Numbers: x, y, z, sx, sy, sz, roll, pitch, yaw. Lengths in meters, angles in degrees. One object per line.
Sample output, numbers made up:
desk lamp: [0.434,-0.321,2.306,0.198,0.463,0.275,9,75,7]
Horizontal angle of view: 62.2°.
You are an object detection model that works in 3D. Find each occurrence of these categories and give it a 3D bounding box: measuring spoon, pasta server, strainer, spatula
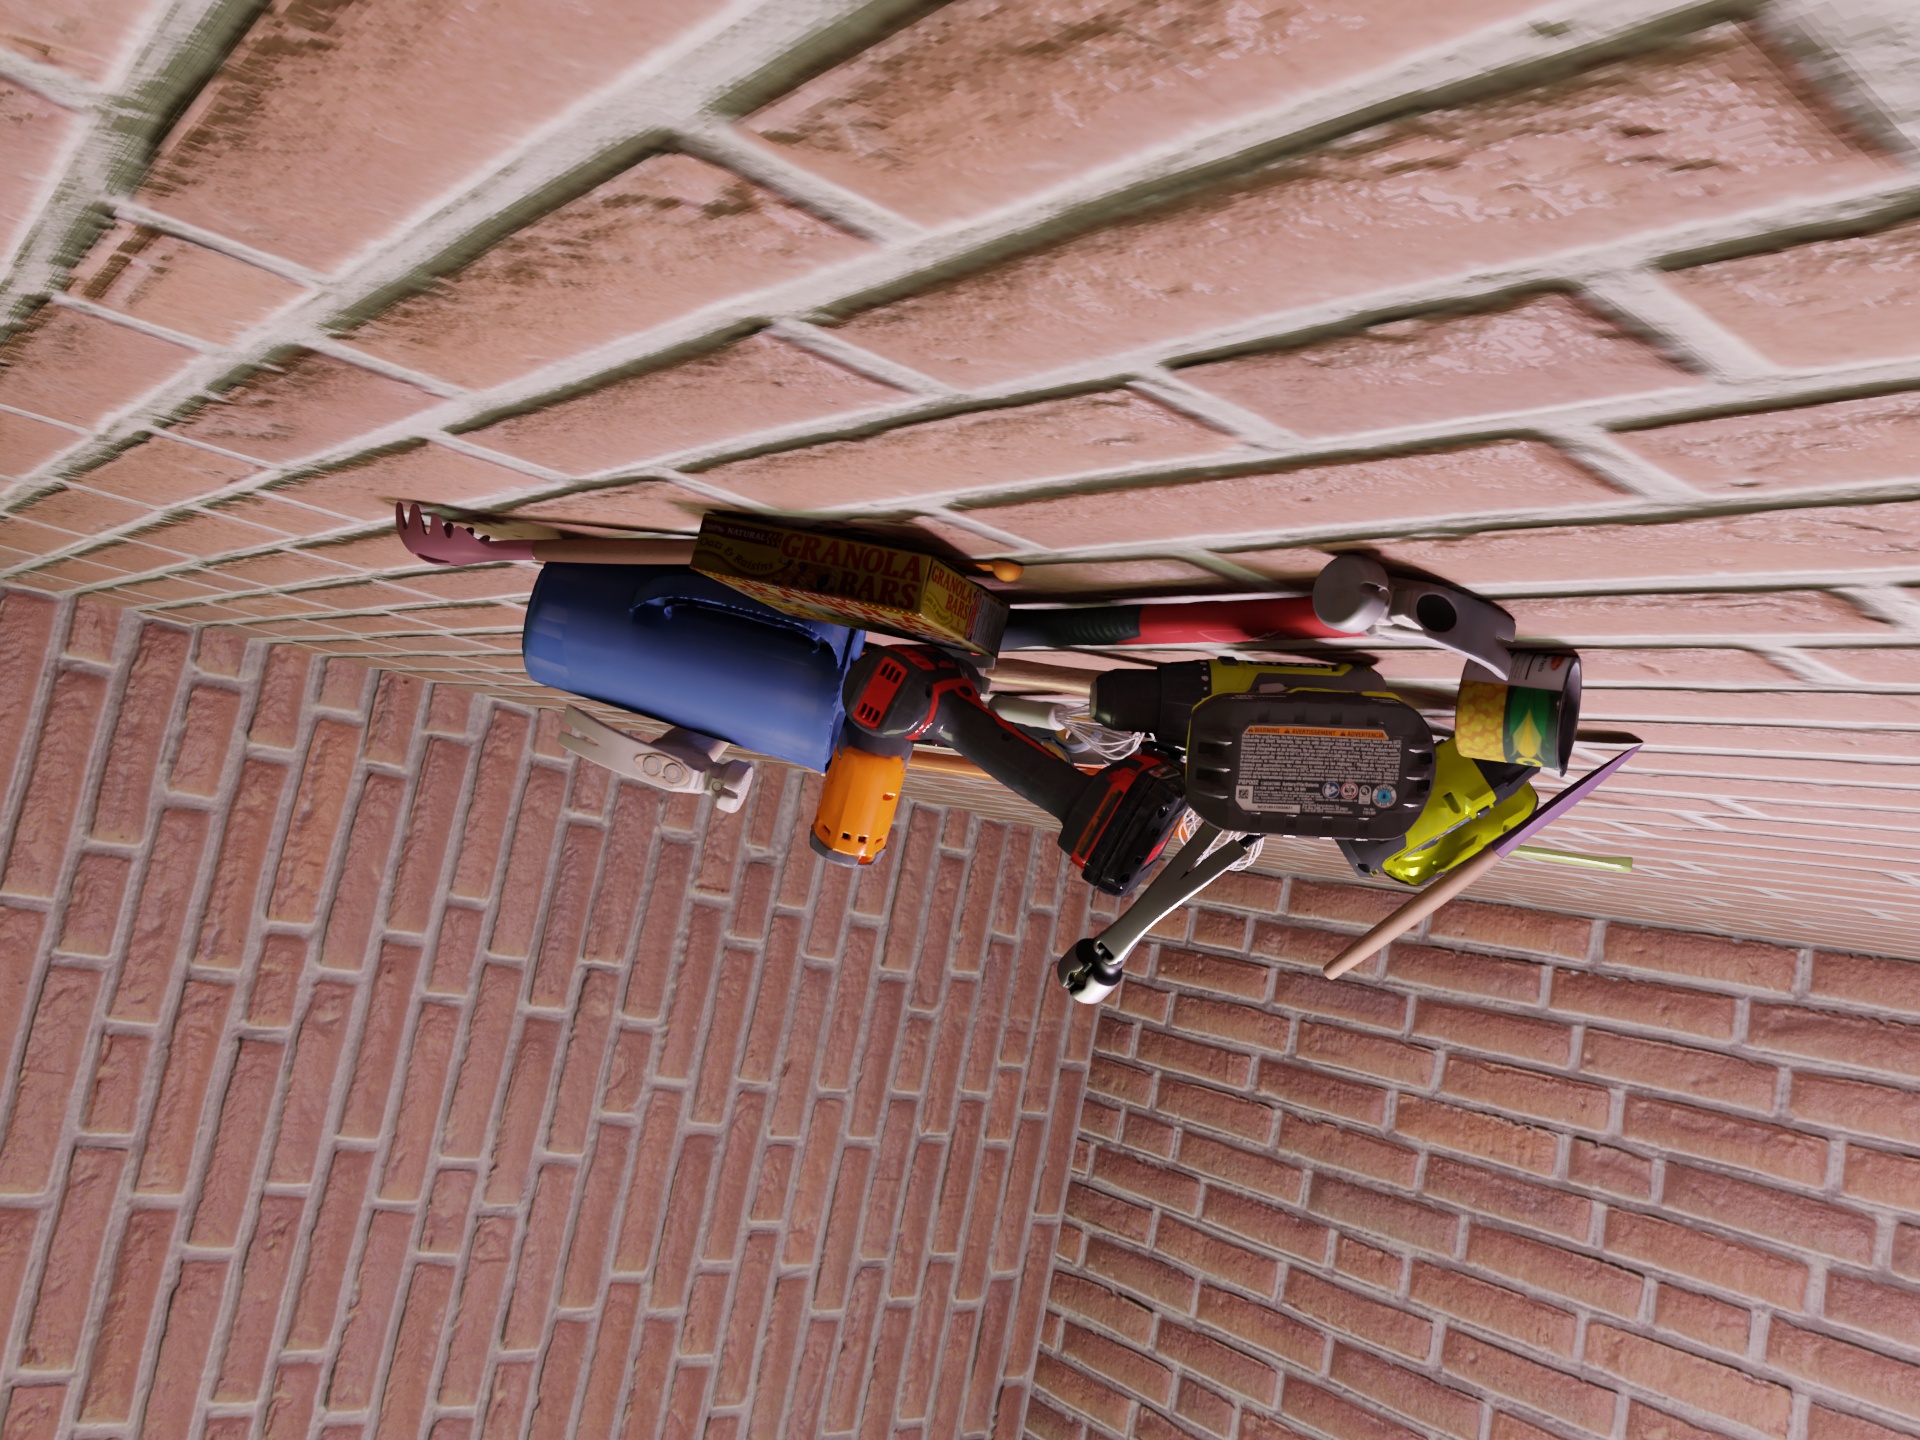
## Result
measuring spoon: [-0.006,-0.093,0.998,0.117,0.011,0.021,5,171,45]
pasta server: [-0.274,-0.127,1.118,0.316,0.040,0.060,4,171,26]
strainer: [0.498,0.092,1.497,0.256,0.069,0.151,8,171,17]
strainer: [0.160,0.045,1.530,0.087,0.050,0.259,-10,-156,-18]
spatula: [0.051,0.056,1.450,0.322,0.041,0.081,7,158,17]
spatula: [0.395,0.113,1.222,0.059,0.018,0.316,-11,151,-52]

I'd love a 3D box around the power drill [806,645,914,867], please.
power drill: [-0.084,0.007,1.342,0.084,0.164,0.227,12,-163,-12]

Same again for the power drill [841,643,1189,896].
power drill: [0.042,0.019,1.064,0.227,0.080,0.188,31,-170,13]

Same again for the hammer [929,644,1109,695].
hammer: [0.133,-0.024,1.218,0.331,0.031,0.130,8,-175,5]

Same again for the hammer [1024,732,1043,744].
hammer: [-0.002,-0.004,1.406,0.146,0.035,0.334,23,178,5]

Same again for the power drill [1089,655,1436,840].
power drill: [0.180,0.005,0.975,0.190,0.080,0.228,3,-169,0]

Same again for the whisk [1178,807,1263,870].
whisk: [0.229,0.041,1.209,0.070,0.070,0.284,12,147,-5]

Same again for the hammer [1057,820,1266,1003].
hammer: [0.218,0.065,1.088,0.036,0.149,0.409,48,-142,14]

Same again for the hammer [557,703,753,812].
hammer: [-0.202,-0.013,1.354,0.146,0.038,0.411,20,-166,3]

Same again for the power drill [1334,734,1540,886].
power drill: [0.366,0.058,1.185,0.171,0.080,0.223,-33,163,11]

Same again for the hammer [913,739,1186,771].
hammer: [0.061,0.033,1.660,0.359,0.036,0.149,6,-151,-1]

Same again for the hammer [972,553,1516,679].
hammer: [0.139,-0.055,0.965,0.143,0.038,0.386,14,173,-36]

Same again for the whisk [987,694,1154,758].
whisk: [0.096,-0.003,1.471,0.057,0.059,0.246,19,176,-31]
